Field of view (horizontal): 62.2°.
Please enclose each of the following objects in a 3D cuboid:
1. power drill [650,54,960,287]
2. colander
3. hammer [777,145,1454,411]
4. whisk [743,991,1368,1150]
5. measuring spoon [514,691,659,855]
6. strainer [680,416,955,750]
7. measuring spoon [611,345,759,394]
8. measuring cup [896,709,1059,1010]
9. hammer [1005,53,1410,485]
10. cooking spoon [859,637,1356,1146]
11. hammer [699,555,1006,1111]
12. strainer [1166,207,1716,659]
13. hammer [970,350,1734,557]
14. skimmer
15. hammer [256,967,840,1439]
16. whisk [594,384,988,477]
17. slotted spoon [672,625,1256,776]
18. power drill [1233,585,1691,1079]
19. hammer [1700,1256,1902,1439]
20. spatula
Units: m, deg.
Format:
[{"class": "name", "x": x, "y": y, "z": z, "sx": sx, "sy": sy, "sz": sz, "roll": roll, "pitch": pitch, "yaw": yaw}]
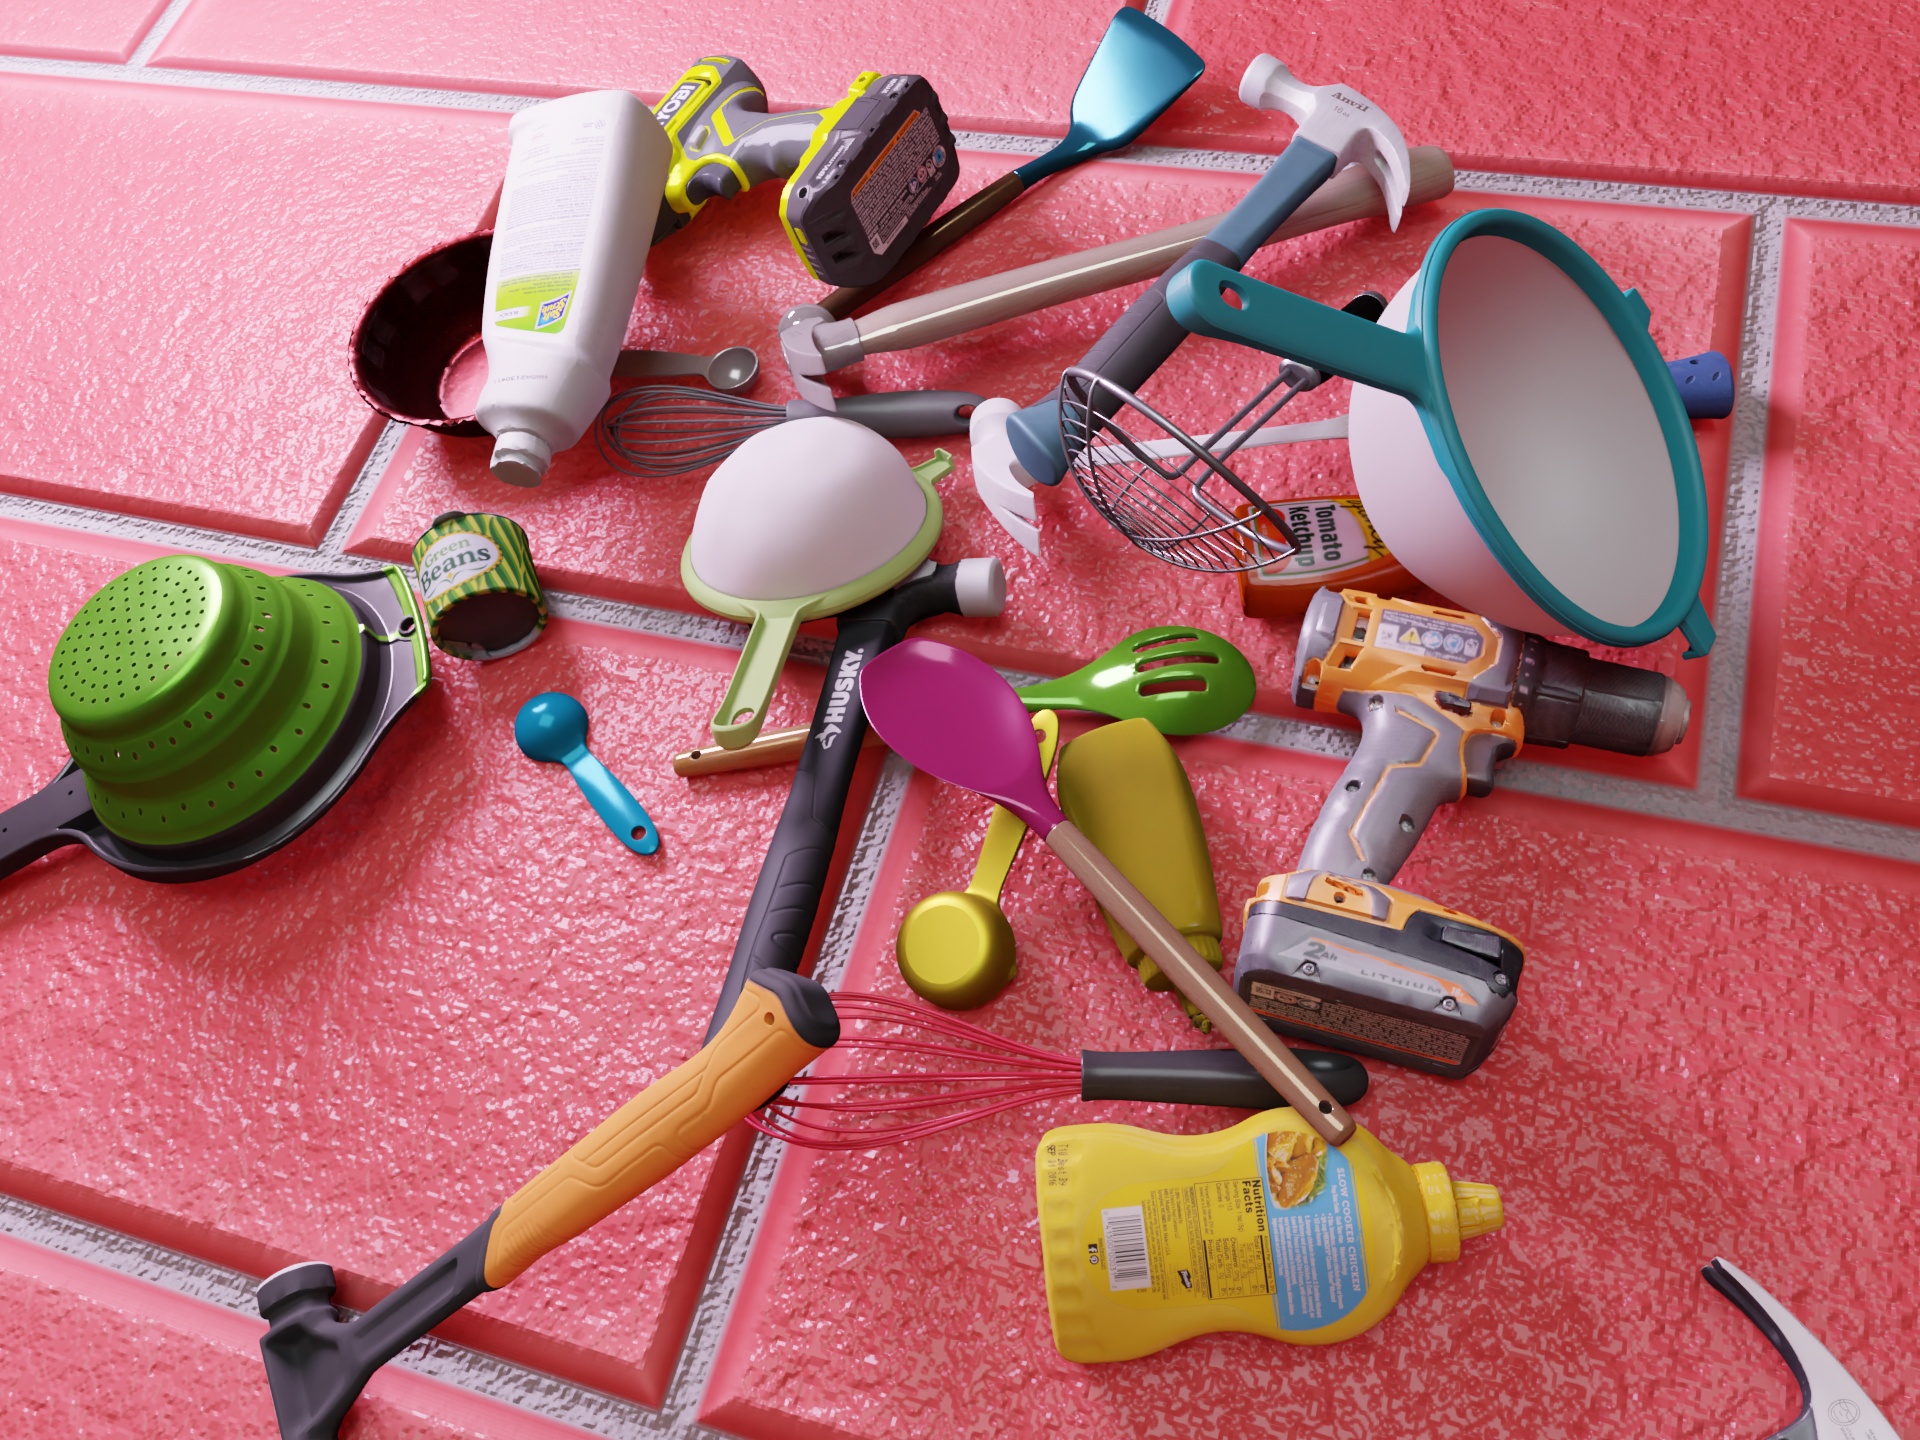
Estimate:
[{"class": "power drill", "x": -0.128, "y": -0.346, "z": 1.013, "sx": 0.223, "sy": 0.080, "sz": 0.171, "roll": 18, "pitch": 65, "yaw": 34}, {"class": "colander", "x": -0.488, "y": 0.018, "z": 0.863, "sx": 0.397, "sy": 0.094, "sz": 0.205, "roll": -29, "pitch": 53, "yaw": 0}, {"class": "hammer", "x": 0.096, "y": -0.266, "z": 0.933, "sx": 0.410, "sy": 0.038, "sz": 0.146, "roll": -17, "pitch": 26, "yaw": -3}, {"class": "whisk", "x": 0.036, "y": 0.161, "z": 0.727, "sx": 0.296, "sy": 0.073, "sz": 0.073, "roll": 0, "pitch": 61, "yaw": 4}, {"class": "measuring spoon", "x": -0.203, "y": 0.027, "z": 0.865, "sx": 0.042, "sy": 0.021, "sz": 0.129, "roll": -40, "pitch": 61, "yaw": -11}, {"class": "strainer", "x": -0.096, "y": -0.090, "z": 0.833, "sx": 0.151, "sy": 0.069, "sz": 0.257, "roll": -4, "pitch": 39, "yaw": 13}, {"class": "measuring spoon", "x": -0.180, "y": -0.220, "z": 1.005, "sx": 0.124, "sy": 0.018, "sz": 0.034, "roll": 8, "pitch": 63, "yaw": 22}, {"class": "measuring cup", "x": 0.013, "y": 0.065, "z": 0.776, "sx": 0.062, "sy": 0.029, "sz": 0.156, "roll": 18, "pitch": 83, "yaw": 25}, {"class": "hammer", "x": 0.132, "y": -0.245, "z": 0.865, "sx": 0.128, "sy": 0.033, "sz": 0.331, "roll": 33, "pitch": 65, "yaw": 17}, {"class": "cooking spoon", "x": 0.060, "y": 0.069, "z": 0.723, "sx": 0.069, "sy": 0.017, "sz": 0.319, "roll": -32, "pitch": 60, "yaw": -21}, {"class": "hammer", "x": -0.077, "y": 0.041, "z": 0.783, "sx": 0.146, "sy": 0.035, "sz": 0.335, "roll": 0, "pitch": 48, "yaw": 17}, {"class": "strainer", "x": 0.200, "y": -0.131, "z": 0.714, "sx": 0.340, "sy": 0.095, "sz": 0.211, "roll": 8, "pitch": 70, "yaw": -34}, {"class": "hammer", "x": 0.208, "y": -0.155, "z": 0.861, "sx": 0.405, "sy": 0.035, "sz": 0.144, "roll": -6, "pitch": 33, "yaw": 3}, {"class": "skimmer", "x": 0.160, "y": -0.172, "z": 0.782, "sx": 0.127, "sy": 0.090, "sz": 0.363, "roll": 39, "pitch": 44, "yaw": 8}, {"class": "hammer", "x": -0.176, "y": 0.217, "z": 0.671, "sx": 0.337, "sy": 0.034, "sz": 0.127, "roll": -39, "pitch": 59, "yaw": 18}, {"class": "whisk", "x": -0.100, "y": -0.176, "z": 0.947, "sx": 0.239, "sy": 0.055, "sz": 0.055, "roll": -2, "pitch": 61, "yaw": 4}, {"class": "slotted spoon", "x": -0.001, "y": -0.003, "z": 0.842, "sx": 0.314, "sy": 0.031, "sz": 0.070, "roll": -10, "pitch": 55, "yaw": 7}, {"class": "power drill", "x": 0.233, "y": 0.046, "z": 0.743, "sx": 0.185, "sy": 0.084, "sz": 0.226, "roll": 13, "pitch": 60, "yaw": 15}, {"class": "hammer", "x": 0.167, "y": 0.338, "z": 0.618, "sx": 0.409, "sy": 0.036, "sz": 0.149, "roll": -19, "pitch": 59, "yaw": 0}, {"class": "spatula", "x": 0.013, "y": -0.338, "z": 1.014, "sx": 0.317, "sy": 0.044, "sz": 0.082, "roll": -38, "pitch": 65, "yaw": -9}]
